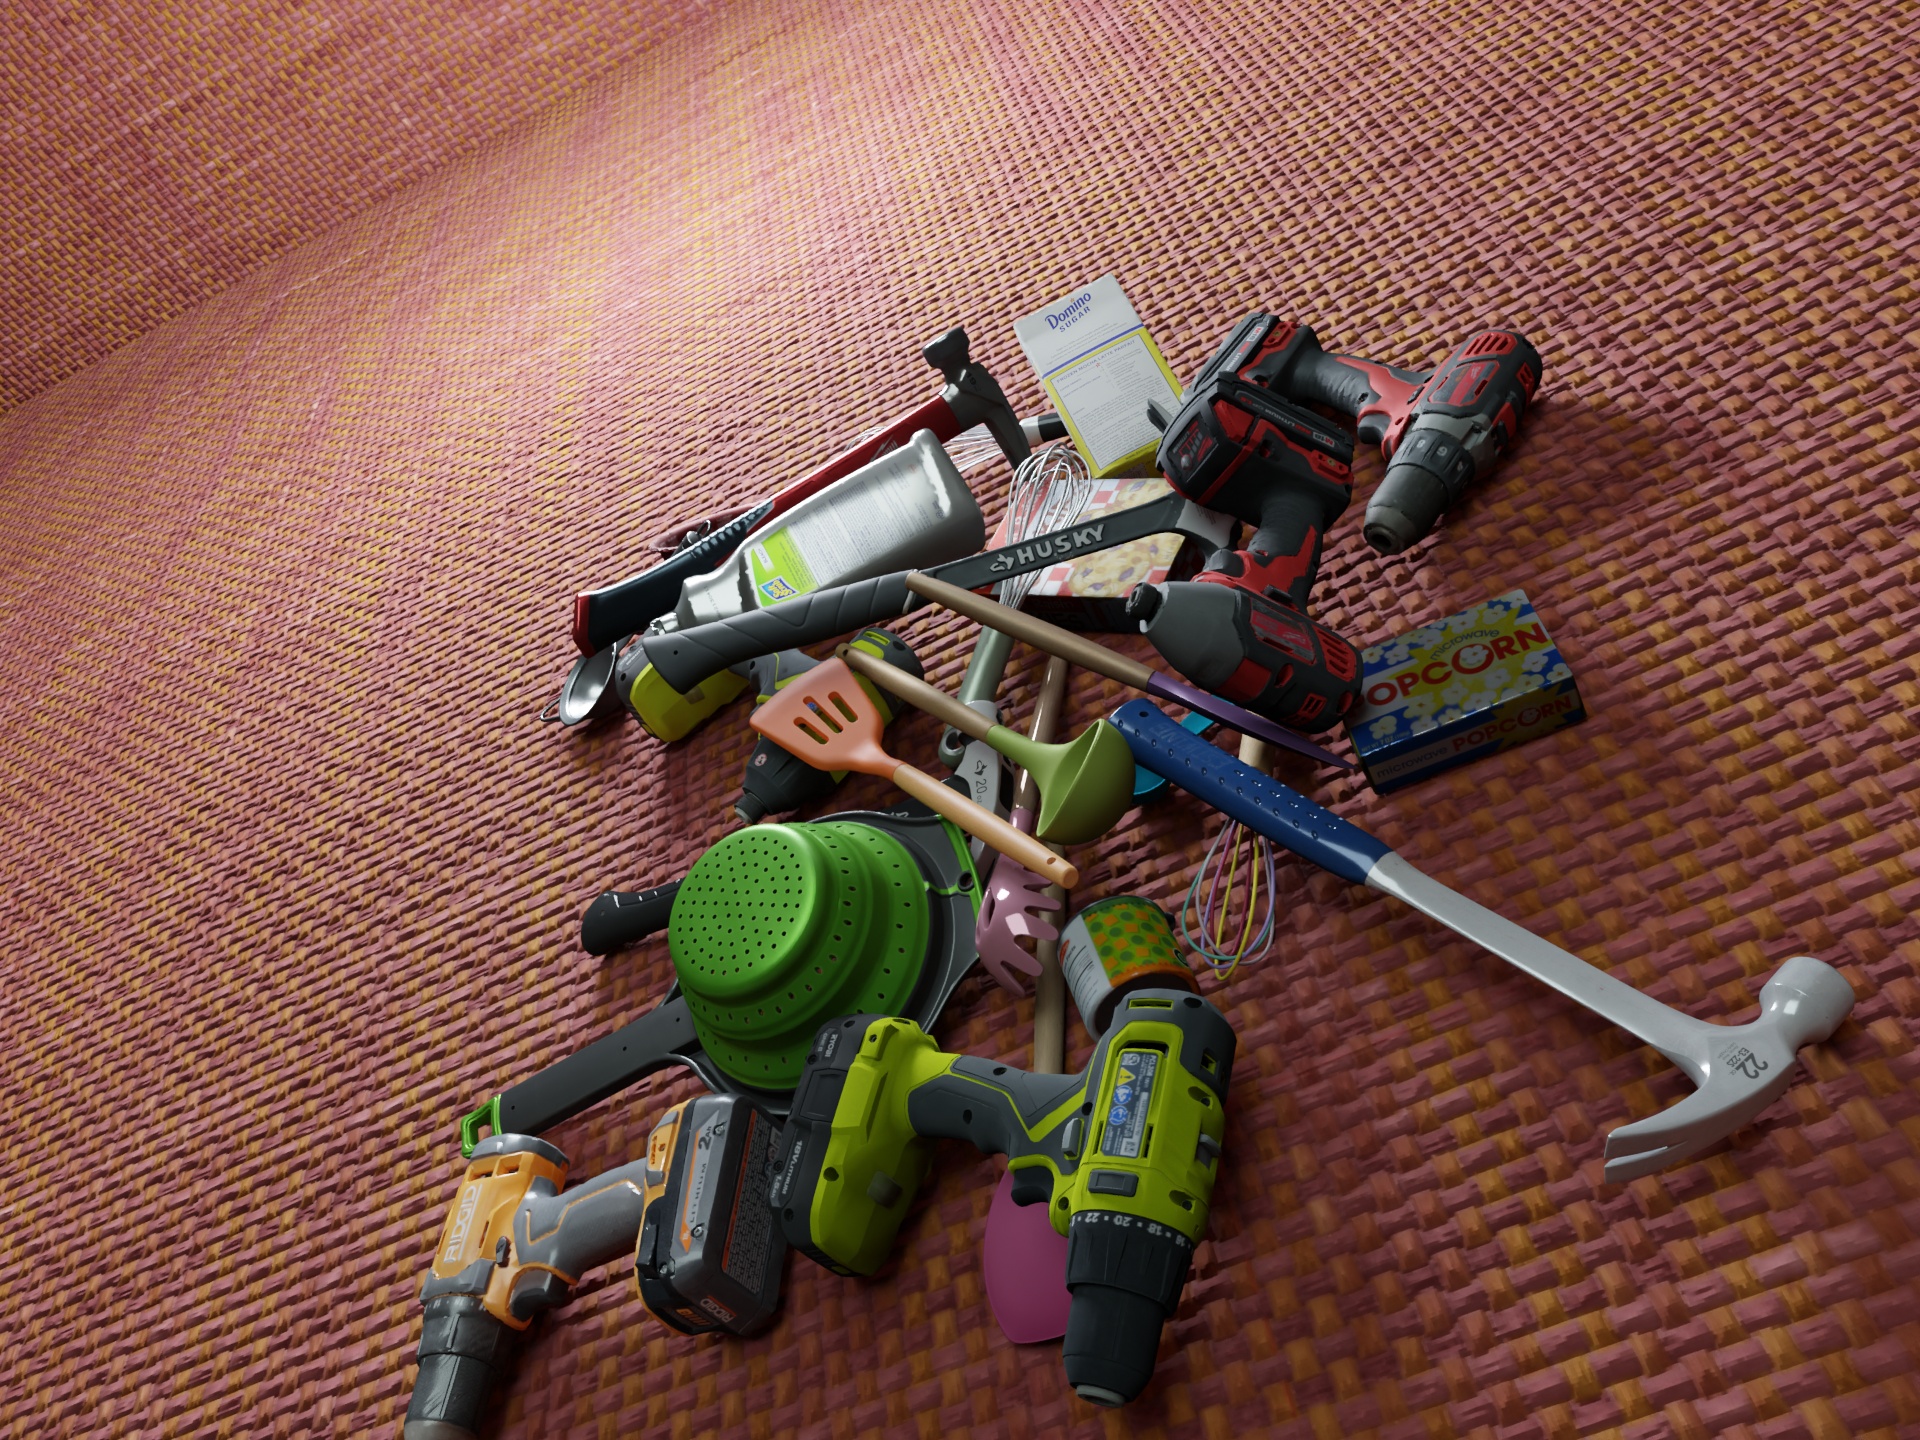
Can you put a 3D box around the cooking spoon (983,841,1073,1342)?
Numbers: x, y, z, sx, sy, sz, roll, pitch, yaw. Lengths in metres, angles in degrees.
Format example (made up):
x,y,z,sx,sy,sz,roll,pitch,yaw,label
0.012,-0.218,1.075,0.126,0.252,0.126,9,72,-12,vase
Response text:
x,y,z,sx,sy,sz,roll,pitch,yaw,label
0.050,0.191,0.890,0.069,0.017,0.319,-21,40,24,cooking spoon

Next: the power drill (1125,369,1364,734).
x,y,z,sx,sy,sz,roll,pitch,yaw,label
0.171,-0.103,0.963,0.078,0.143,0.220,-51,21,47,power drill

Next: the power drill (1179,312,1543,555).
x,y,z,sx,sy,sz,roll,pitch,yaw,label
0.267,-0.202,1.113,0.227,0.080,0.188,18,61,41,power drill

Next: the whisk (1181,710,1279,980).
x,y,z,sx,sy,sz,roll,pitch,yaw,label
0.169,0.052,0.940,0.051,0.047,0.245,0,43,18,whisk

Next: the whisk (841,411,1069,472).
x,y,z,sx,sy,sz,roll,pitch,yaw,label
0.030,-0.234,1.321,0.284,0.070,0.070,-11,44,17,whisk

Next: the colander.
x,y,z,sx,sy,sz,roll,pitch,yaw,label
-0.176,0.168,0.979,0.397,0.094,0.205,-29,49,14,colander

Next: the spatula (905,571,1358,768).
x,y,z,sx,sy,sz,roll,pitch,yaw,label
0.095,-0.033,0.977,0.316,0.059,0.018,25,99,26,spatula

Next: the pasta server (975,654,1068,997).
x,y,z,sx,sy,sz,roll,pitch,yaw,label
0.050,0.047,1.004,0.316,0.040,0.060,-73,10,-53,pasta server

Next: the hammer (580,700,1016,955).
x,y,z,sx,sy,sz,roll,pitch,yaw,label
-0.116,0.101,1.073,0.335,0.035,0.146,-20,50,20,hammer

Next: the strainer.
x,y,z,sx,sy,sz,roll,pitch,yaw,label
-0.266,-0.072,1.300,0.258,0.050,0.087,-47,36,33,strainer

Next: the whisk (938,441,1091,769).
x,y,z,sx,sy,sz,roll,pitch,yaw,label
0.035,-0.081,1.113,0.058,0.059,0.246,17,81,22,whisk

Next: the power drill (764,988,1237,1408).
x,y,z,sx,sy,sz,roll,pitch,yaw,label
0.019,0.231,0.800,0.228,0.080,0.191,-5,53,33,power drill

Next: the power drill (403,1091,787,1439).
x,y,z,sx,sy,sz,roll,pitch,yaw,label
-0.211,0.312,0.895,0.226,0.084,0.186,-18,41,24,power drill

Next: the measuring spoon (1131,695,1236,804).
x,y,z,sx,sy,sz,roll,pitch,yaw,label
0.147,0.014,1.016,0.128,0.021,0.042,-38,37,-21,measuring spoon

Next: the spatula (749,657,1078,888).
x,y,z,sx,sy,sz,roll,pitch,yaw,label
-0.028,0.035,0.989,0.081,0.041,0.323,-37,32,-17,spatula

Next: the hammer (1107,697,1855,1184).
x,y,z,sx,sy,sz,roll,pitch,yaw,label
0.222,0.084,0.821,0.144,0.035,0.406,-34,42,-23,hammer

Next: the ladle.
x,y,z,sx,sy,sz,roll,pitch,yaw,label
-0.002,-0.003,1.011,0.320,0.062,0.078,29,91,49,ladle

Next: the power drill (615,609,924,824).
x,y,z,sx,sy,sz,roll,pitch,yaw,label
-0.156,-0.017,1.203,0.223,0.080,0.171,24,64,43,power drill

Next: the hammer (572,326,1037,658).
x,y,z,sx,sy,sz,roll,pitch,yaw,label
-0.122,-0.148,1.228,0.386,0.143,0.038,-34,12,-13,hammer

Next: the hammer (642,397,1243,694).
x,y,z,sx,sy,sz,roll,pitch,yaw,label
-0.016,-0.098,1.071,0.409,0.036,0.149,-16,77,1,hammer
